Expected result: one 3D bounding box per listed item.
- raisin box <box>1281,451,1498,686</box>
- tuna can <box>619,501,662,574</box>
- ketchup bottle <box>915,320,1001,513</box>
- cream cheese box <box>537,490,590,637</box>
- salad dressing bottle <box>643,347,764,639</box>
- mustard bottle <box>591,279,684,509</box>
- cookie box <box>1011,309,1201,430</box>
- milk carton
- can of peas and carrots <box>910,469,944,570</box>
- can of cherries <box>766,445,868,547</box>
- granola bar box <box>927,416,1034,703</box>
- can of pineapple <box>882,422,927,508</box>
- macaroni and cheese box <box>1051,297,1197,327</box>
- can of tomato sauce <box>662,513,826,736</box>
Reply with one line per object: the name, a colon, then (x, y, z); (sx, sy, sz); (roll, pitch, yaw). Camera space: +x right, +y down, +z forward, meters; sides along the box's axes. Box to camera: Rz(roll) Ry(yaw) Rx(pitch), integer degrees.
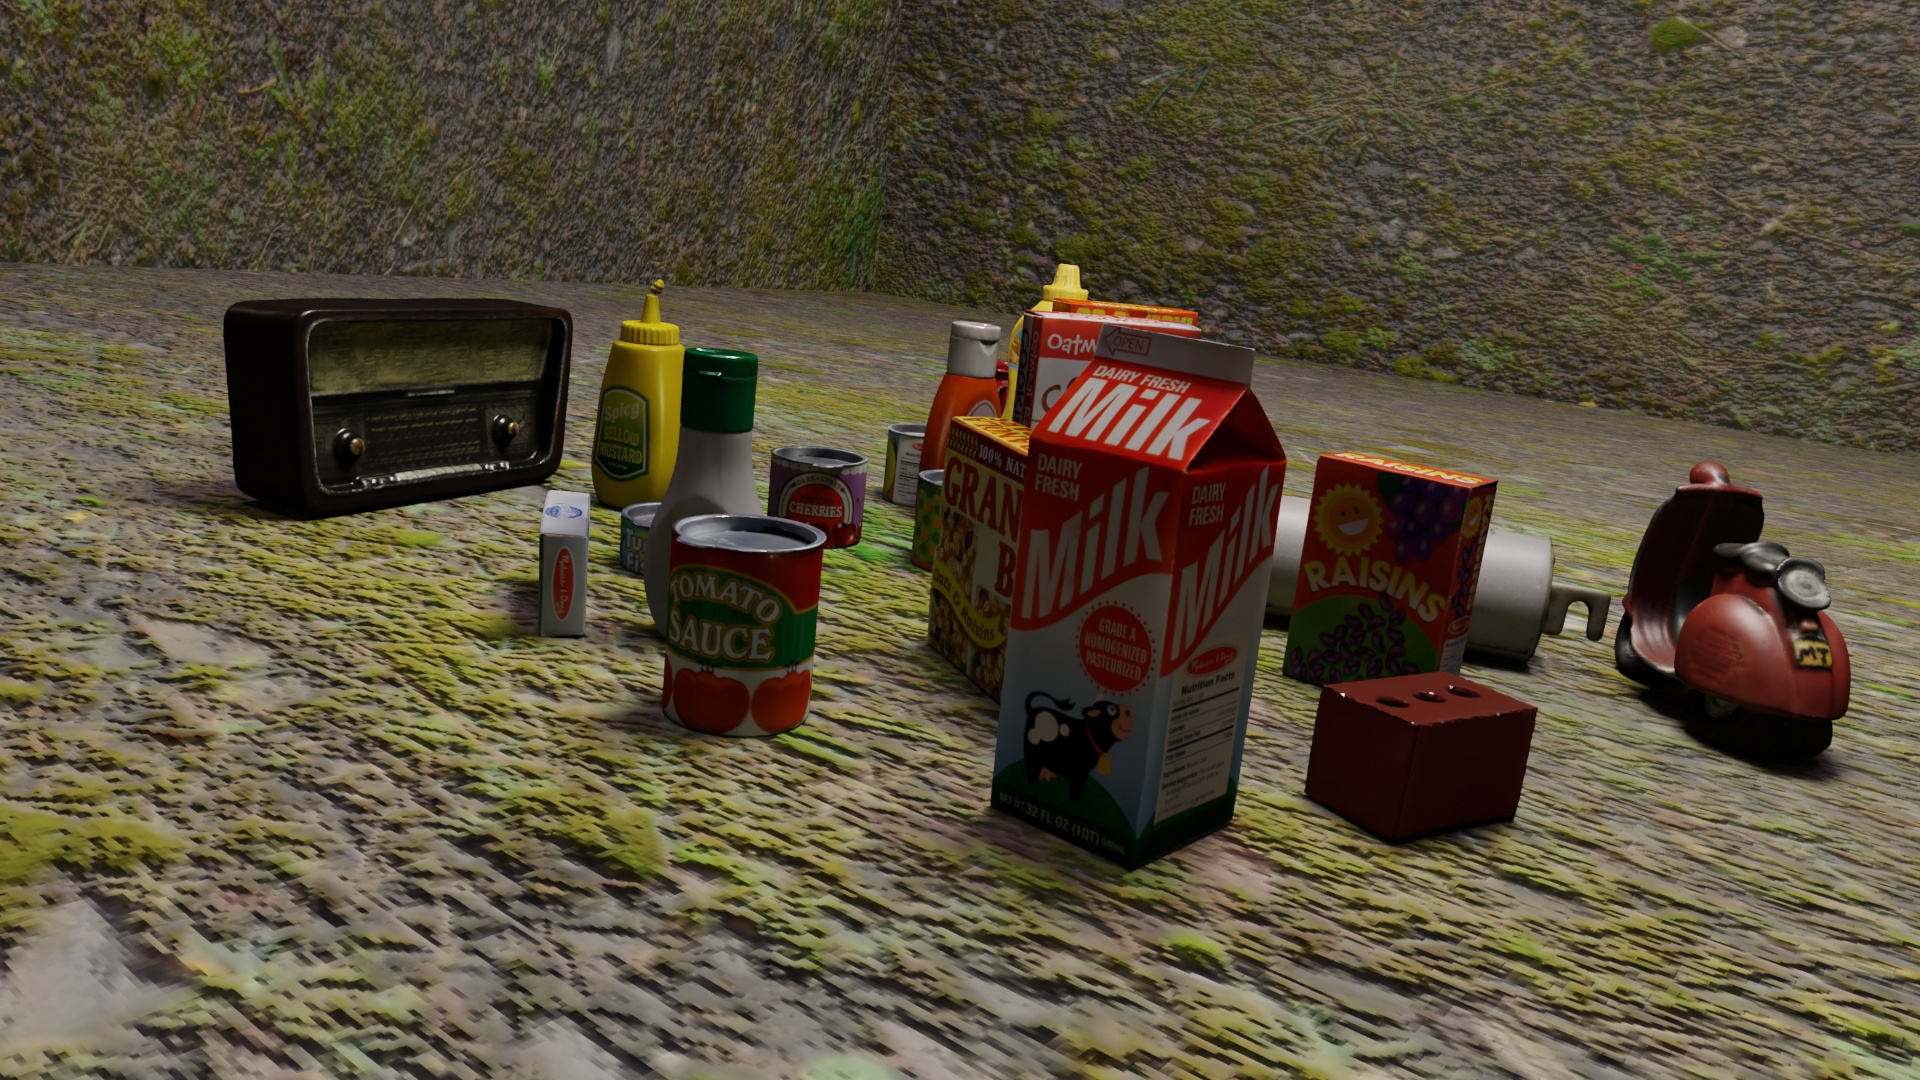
raisin box: (0.225, 0.021, 0.731); (0.086, 0.123, 0.040); (17, 16, 39)
tuna can: (-0.172, 0.000, 0.835); (0.071, 0.032, 0.071); (6, 13, -1)
ketchup bottle: (0.003, -0.087, 1.035); (0.065, 0.148, 0.043); (-4, 16, -39)
cream cheese box: (-0.208, 0.010, 0.730); (0.024, 0.053, 0.104); (3, 13, -15)
salad dressing bottle: (-0.124, -0.022, 0.698); (0.064, 0.147, 0.044); (7, 13, 5)
mustard bottle: (-0.220, -0.101, 0.964); (0.065, 0.159, 0.049); (12, 14, 23)
cookie box: (0.097, -0.075, 0.984); (0.123, 0.167, 0.040); (1, 13, -21)
milk carton: (0.069, 0.017, 0.531); (0.072, 0.190, 0.073); (17, 16, 40)
can of peas and carrots: (0.003, -0.011, 0.908); (0.071, 0.058, 0.071); (6, 13, -1)
can of cherries: (-0.098, -0.030, 0.940); (0.071, 0.058, 0.071); (6, 13, -1)
granola bar box: (0.036, 0.016, 0.665); (0.039, 0.124, 0.166); (0, 14, -24)
can of pineapple: (-0.027, -0.060, 1.102); (0.071, 0.057, 0.071); (6, 13, -1)
macaroni and cheese box: (0.131, -0.117, 1.183); (0.124, 0.166, 0.040); (1, 14, -23)
can of tomato sauce: (-0.096, 0.036, 0.607); (0.071, 0.083, 0.071); (6, 13, -1)
